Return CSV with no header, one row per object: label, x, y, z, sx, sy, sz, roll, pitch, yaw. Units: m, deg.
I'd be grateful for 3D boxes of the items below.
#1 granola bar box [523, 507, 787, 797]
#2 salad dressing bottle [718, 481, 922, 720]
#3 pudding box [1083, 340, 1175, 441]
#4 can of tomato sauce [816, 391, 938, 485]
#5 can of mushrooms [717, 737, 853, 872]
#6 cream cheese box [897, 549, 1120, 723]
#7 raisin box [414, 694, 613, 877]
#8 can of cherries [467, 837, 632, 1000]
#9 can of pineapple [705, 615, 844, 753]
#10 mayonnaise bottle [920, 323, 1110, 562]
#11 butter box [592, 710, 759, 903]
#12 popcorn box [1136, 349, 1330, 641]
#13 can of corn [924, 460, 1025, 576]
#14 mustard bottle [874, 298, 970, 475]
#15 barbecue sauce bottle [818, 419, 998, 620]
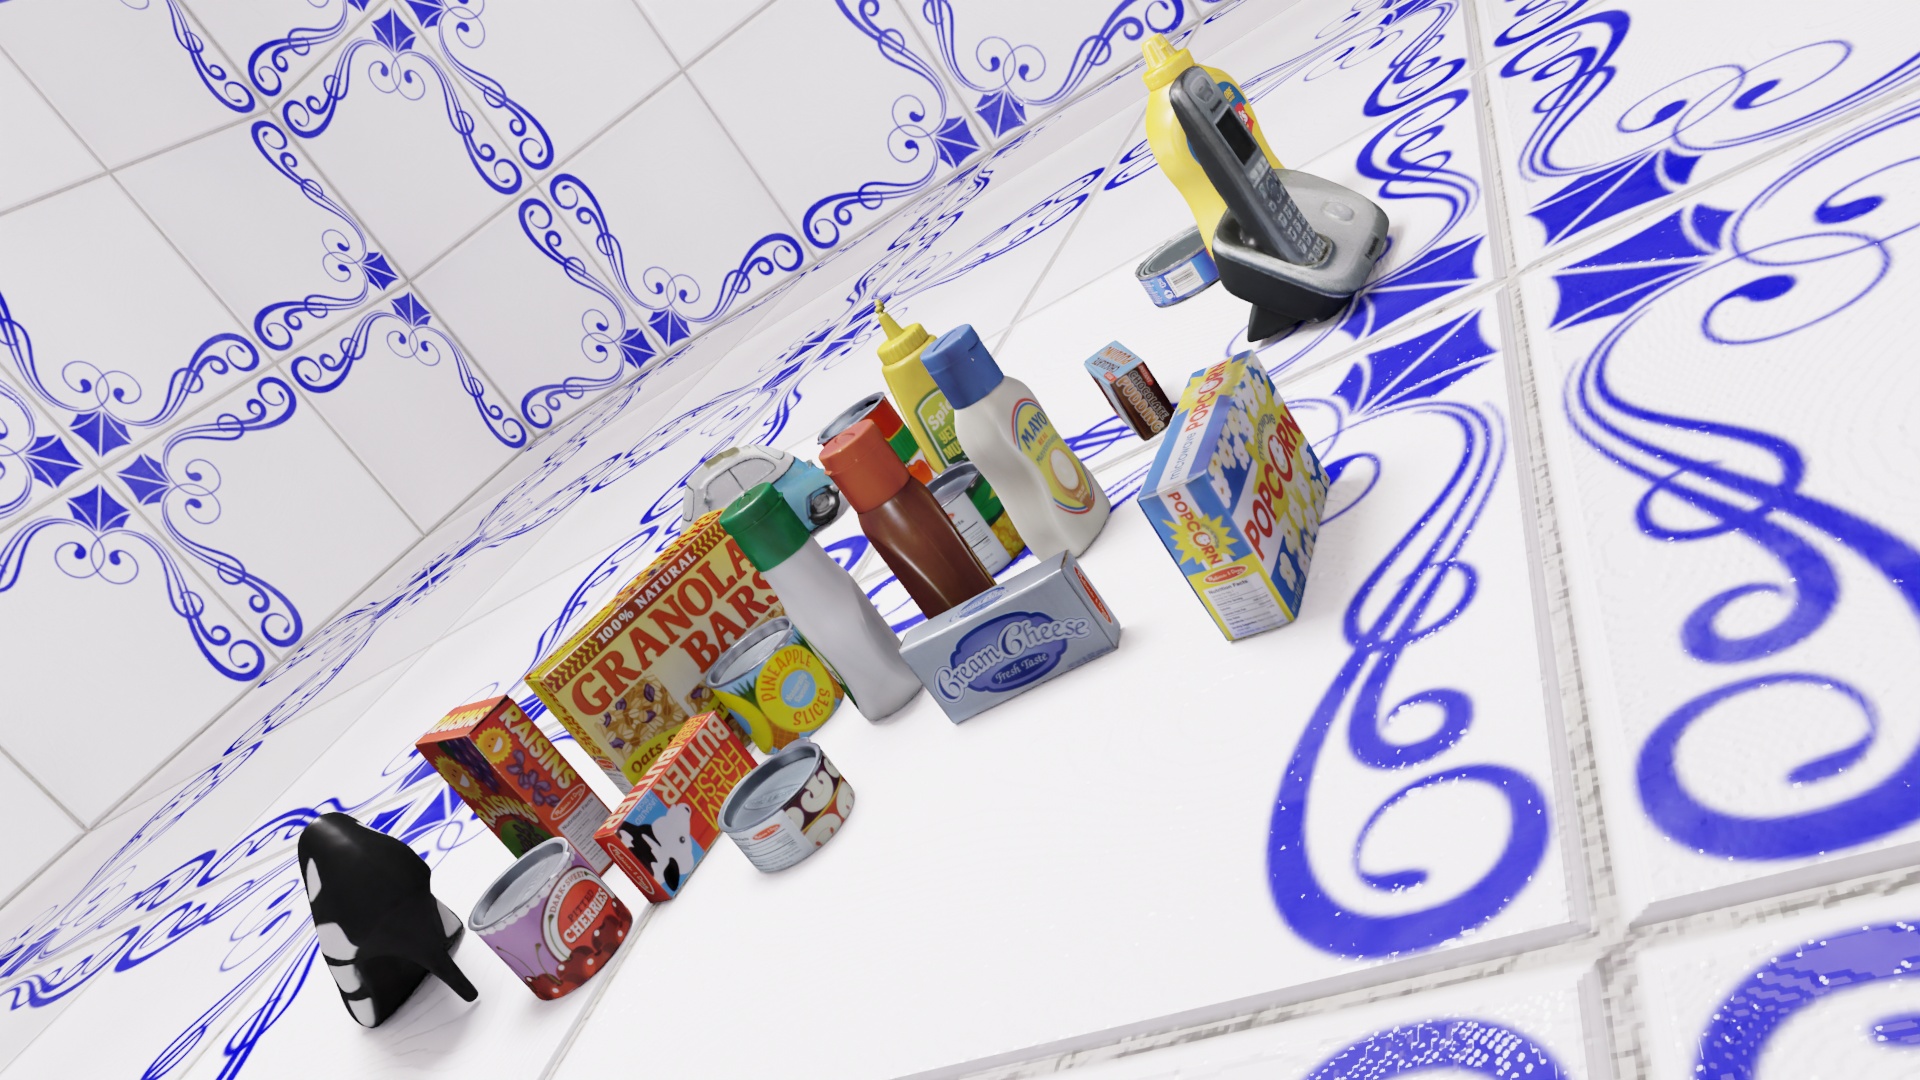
granola bar box,-0.174,0.078,0.887,0.039,0.124,0.166,-11,30,53
salad dressing bottle,-0.079,0.034,0.788,0.044,0.147,0.064,-35,18,2
pudding box,0.115,-0.104,0.948,0.030,0.049,0.084,-34,18,4
can of tomato sauce,-0.067,-0.068,1.131,0.071,0.083,0.071,-32,18,12
can of mushrooms,-0.090,0.138,0.731,0.071,0.033,0.071,-32,18,12
cream cheese box,0.025,0.051,0.713,0.103,0.053,0.024,-28,19,22
raisin box,-0.272,0.156,0.868,0.086,0.123,0.040,-15,27,48
can of cherries,-0.221,0.206,0.757,0.071,0.058,0.072,-32,18,12
can of pineapple,-0.113,0.089,0.858,0.071,0.057,0.071,-32,18,12
mayonnaise bottle,0.032,-0.059,0.824,0.041,0.148,0.065,-20,23,40
butter box,-0.159,0.150,0.793,0.024,0.053,0.104,-21,23,38
popcorn box,0.132,-0.024,0.658,0.038,0.085,0.127,-24,21,33
can of corn,0.003,-0.011,0.902,0.071,0.058,0.071,-32,18,12
mustard bottle,-0.020,-0.109,1.025,0.065,0.160,0.049,-35,18,3
barbecue sauce bottle,-0.021,0.003,0.764,0.044,0.148,0.065,-40,18,-13
